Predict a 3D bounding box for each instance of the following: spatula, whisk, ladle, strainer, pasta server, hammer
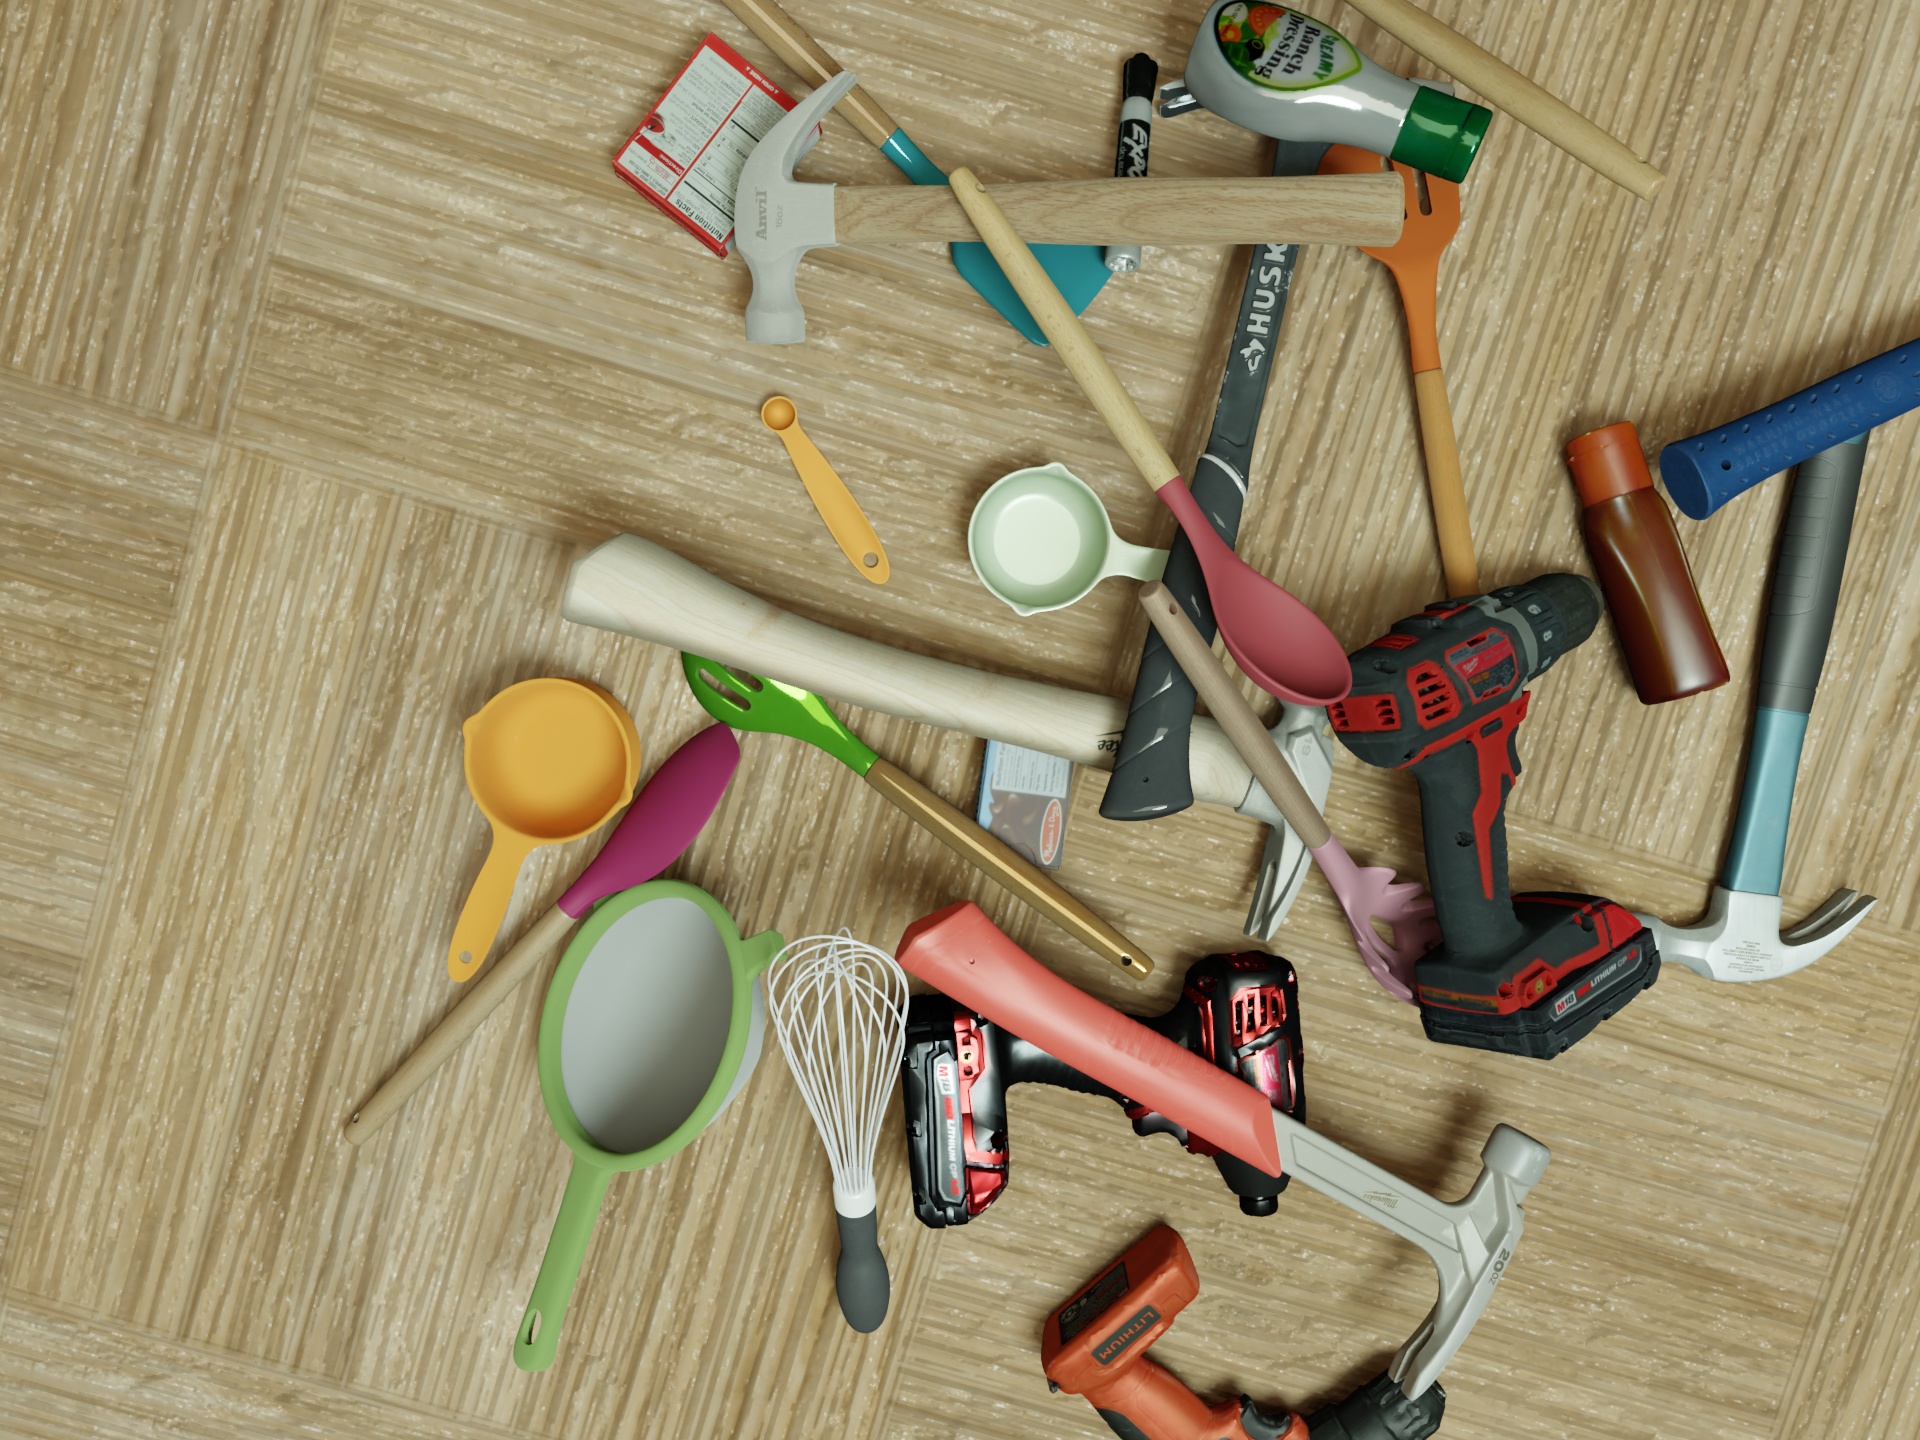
[{"bbox_3d":[-0.052,-0.323,0.819,0.317,0.044,0.082,40,83,-14],"label":"spatula"},{"bbox_3d":[-0.058,0.223,0.828,0.070,0.070,0.284,-2,122,0],"label":"whisk"},{"bbox_3d":[0.255,-0.165,0.862,0.081,0.041,0.322,-12,99,2],"label":"spatula"},{"bbox_3d":[0.214,-0.353,0.768,0.078,0.062,0.320,-28,63,-33],"label":"ladle"},{"bbox_3d":[-0.166,0.214,0.837,0.151,0.069,0.256,12,81,40],"label":"strainer"},{"bbox_3d":[0.176,0.043,0.807,0.316,0.040,0.060,51,59,-32],"label":"pasta server"},{"bbox_3d":[0.549,-0.211,0.831,0.405,0.035,0.144,-24,94,-6],"label":"hammer"},{"bbox_3d":[0.450,-0.019,0.868,0.128,0.033,0.331,9,94,0],"label":"hammer"},{"bbox_3d":[0.051,-0.257,0.794,0.331,0.031,0.130,1,107,5],"label":"hammer"},{"bbox_3d":[-0.001,-0.003,0.820,0.410,0.038,0.146,15,85,-12],"label":"hammer"},{"bbox_3d":[0.123,0.204,0.815,0.359,0.037,0.149,30,89,-8],"label":"hammer"},{"bbox_3d":[0.085,-0.136,0.766,0.031,0.069,0.315,-36,86,44],"label":"ladle"},{"bbox_3d":[0.134,-0.146,0.813,0.149,0.036,0.409,14,85,10],"label":"hammer"}]

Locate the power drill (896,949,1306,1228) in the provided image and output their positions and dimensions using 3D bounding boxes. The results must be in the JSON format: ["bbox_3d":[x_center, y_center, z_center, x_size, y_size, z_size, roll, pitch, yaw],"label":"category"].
[{"bbox_3d":[0.079,0.206,0.864,0.219,0.078,0.143,-5,94,-3],"label":"power drill"}]

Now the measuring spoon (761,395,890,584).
[{"bbox_3d":[-0.072,-0.125,0.868,0.021,0.011,0.117,-32,98,1],"label":"measuring spoon"}]

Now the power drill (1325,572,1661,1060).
[{"bbox_3d":[0.291,0.040,0.832,0.188,0.080,0.226,-24,100,-31],"label":"power drill"}]

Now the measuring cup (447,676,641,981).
[{"bbox_3d":[-0.233,0.058,0.859,0.095,0.052,0.173,24,96,-2],"label":"measuring cup"}]

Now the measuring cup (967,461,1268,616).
[{"bbox_3d":[0.086,-0.087,0.858,0.167,0.038,0.083,13,94,-4],"label":"measuring cup"}]

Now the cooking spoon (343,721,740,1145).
[{"bbox_3d":[-0.231,0.121,0.866,0.319,0.069,0.017,-46,130,8],"label":"cooking spoon"}]

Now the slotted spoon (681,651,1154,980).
[{"bbox_3d":[-0.025,0.039,0.847,0.314,0.031,0.070,37,105,4],"label":"slotted spoon"}]
